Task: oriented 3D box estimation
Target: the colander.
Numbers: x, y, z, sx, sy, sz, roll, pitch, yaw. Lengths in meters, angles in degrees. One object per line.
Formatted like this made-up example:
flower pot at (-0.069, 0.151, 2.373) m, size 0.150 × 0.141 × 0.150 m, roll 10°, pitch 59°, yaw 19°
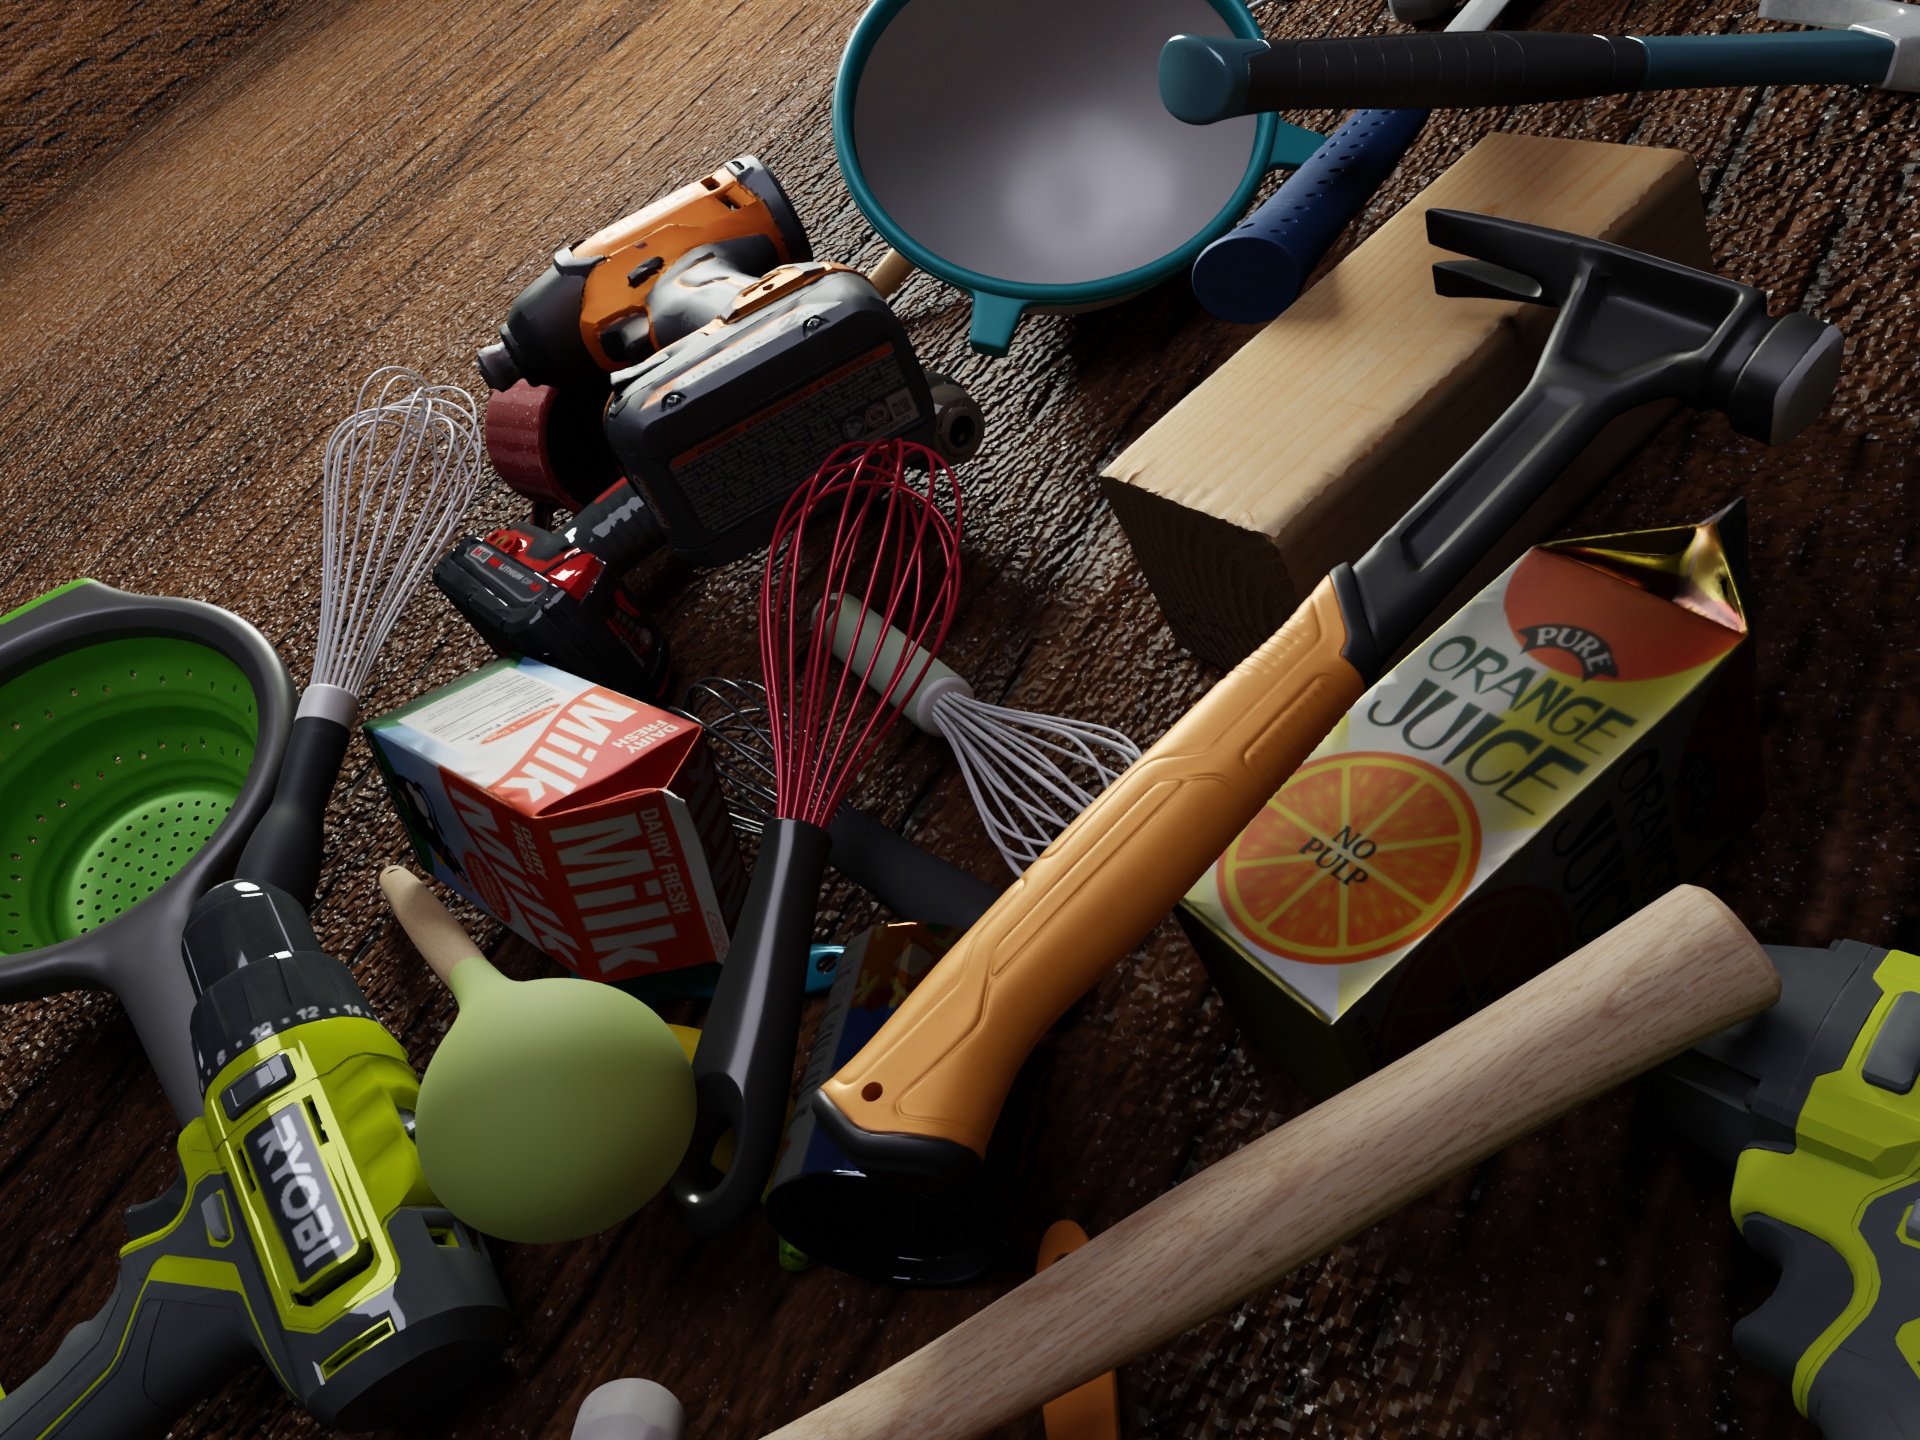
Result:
colander at (-0.334, 0.098, 0.678) m, size 0.204 × 0.094 × 0.397 m, roll -35°, pitch 56°, yaw -16°

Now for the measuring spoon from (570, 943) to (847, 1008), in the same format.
measuring spoon at (-0.092, 0.086, 0.570) m, size 0.128 × 0.021 × 0.042 m, roll -8°, pitch 44°, yaw 28°

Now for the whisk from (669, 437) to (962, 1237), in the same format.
whisk at (-0.049, 0.020, 0.527) m, size 0.073 × 0.073 × 0.296 m, roll -6°, pitch 56°, yaw 28°

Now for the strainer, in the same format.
strainer at (0.013, -0.332, 0.807) m, size 0.211 × 0.095 × 0.340 m, roll -31°, pitch 74°, yaw -5°

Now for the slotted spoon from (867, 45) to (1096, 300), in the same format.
slotted spoon at (0.042, -0.332, 0.855) m, size 0.313 × 0.070 × 0.031 m, roll -46°, pitch -6°, yaw 13°

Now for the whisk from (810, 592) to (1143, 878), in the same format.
whisk at (-0.001, -0.002, 0.591) m, size 0.058 × 0.059 × 0.247 m, roll -52°, pitch 36°, yaw 1°

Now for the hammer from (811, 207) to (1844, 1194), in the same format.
hammer at (0.084, -0.013, 0.429) m, size 0.337 × 0.034 × 0.127 m, roll -45°, pitch 52°, yaw -13°

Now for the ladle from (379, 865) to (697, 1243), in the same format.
ladle at (-0.172, 0.095, 0.559) m, size 0.078 × 0.062 × 0.320 m, roll -25°, pitch 16°, yaw -23°

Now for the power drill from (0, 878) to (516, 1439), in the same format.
power drill at (-0.275, 0.177, 0.515) m, size 0.228 × 0.080 × 0.191 m, roll -35°, pitch 62°, yaw -3°

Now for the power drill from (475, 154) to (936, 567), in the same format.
power drill at (-0.119, -0.156, 0.681) m, size 0.164 × 0.084 × 0.227 m, roll -30°, pitch 40°, yaw -5°

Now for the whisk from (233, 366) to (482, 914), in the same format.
whisk at (-0.256, -0.032, 0.664) m, size 0.070 × 0.070 × 0.285 m, roll -10°, pitch 57°, yaw 25°

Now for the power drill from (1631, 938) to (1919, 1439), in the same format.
power drill at (0.162, 0.144, 0.309) m, size 0.171 × 0.080 × 0.223 m, roll 19°, pitch 57°, yaw 44°

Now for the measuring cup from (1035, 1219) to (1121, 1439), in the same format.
measuring cup at (0.023, 0.186, 0.367) m, size 0.095 × 0.052 × 0.174 m, roll -19°, pitch 42°, yaw 15°

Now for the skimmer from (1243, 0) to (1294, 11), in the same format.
skimmer at (0.106, -0.390, 0.868) m, size 0.363 × 0.090 × 0.127 m, roll -19°, pitch 60°, yaw 27°

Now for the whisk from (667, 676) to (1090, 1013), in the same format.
whisk at (-0.037, 0.041, 0.570) m, size 0.055 × 0.055 × 0.239 m, roll -45°, pitch 45°, yaw -16°

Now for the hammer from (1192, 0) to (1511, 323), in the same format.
hammer at (0.205, -0.279, 0.701) m, size 0.144 × 0.035 × 0.406 m, roll 4°, pitch 39°, yaw 34°

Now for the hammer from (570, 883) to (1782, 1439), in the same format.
hammer at (0.031, 0.136, 0.364) m, size 0.331 × 0.031 × 0.130 m, roll -33°, pitch 14°, yaw 9°

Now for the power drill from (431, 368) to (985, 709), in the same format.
power drill at (-0.110, -0.097, 0.728) m, size 0.227 × 0.080 × 0.188 m, roll -46°, pitch 41°, yaw -16°

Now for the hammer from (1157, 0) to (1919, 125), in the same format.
hammer at (0.240, -0.248, 0.601) m, size 0.331 × 0.033 × 0.128 m, roll -5°, pitch 34°, yaw -8°
